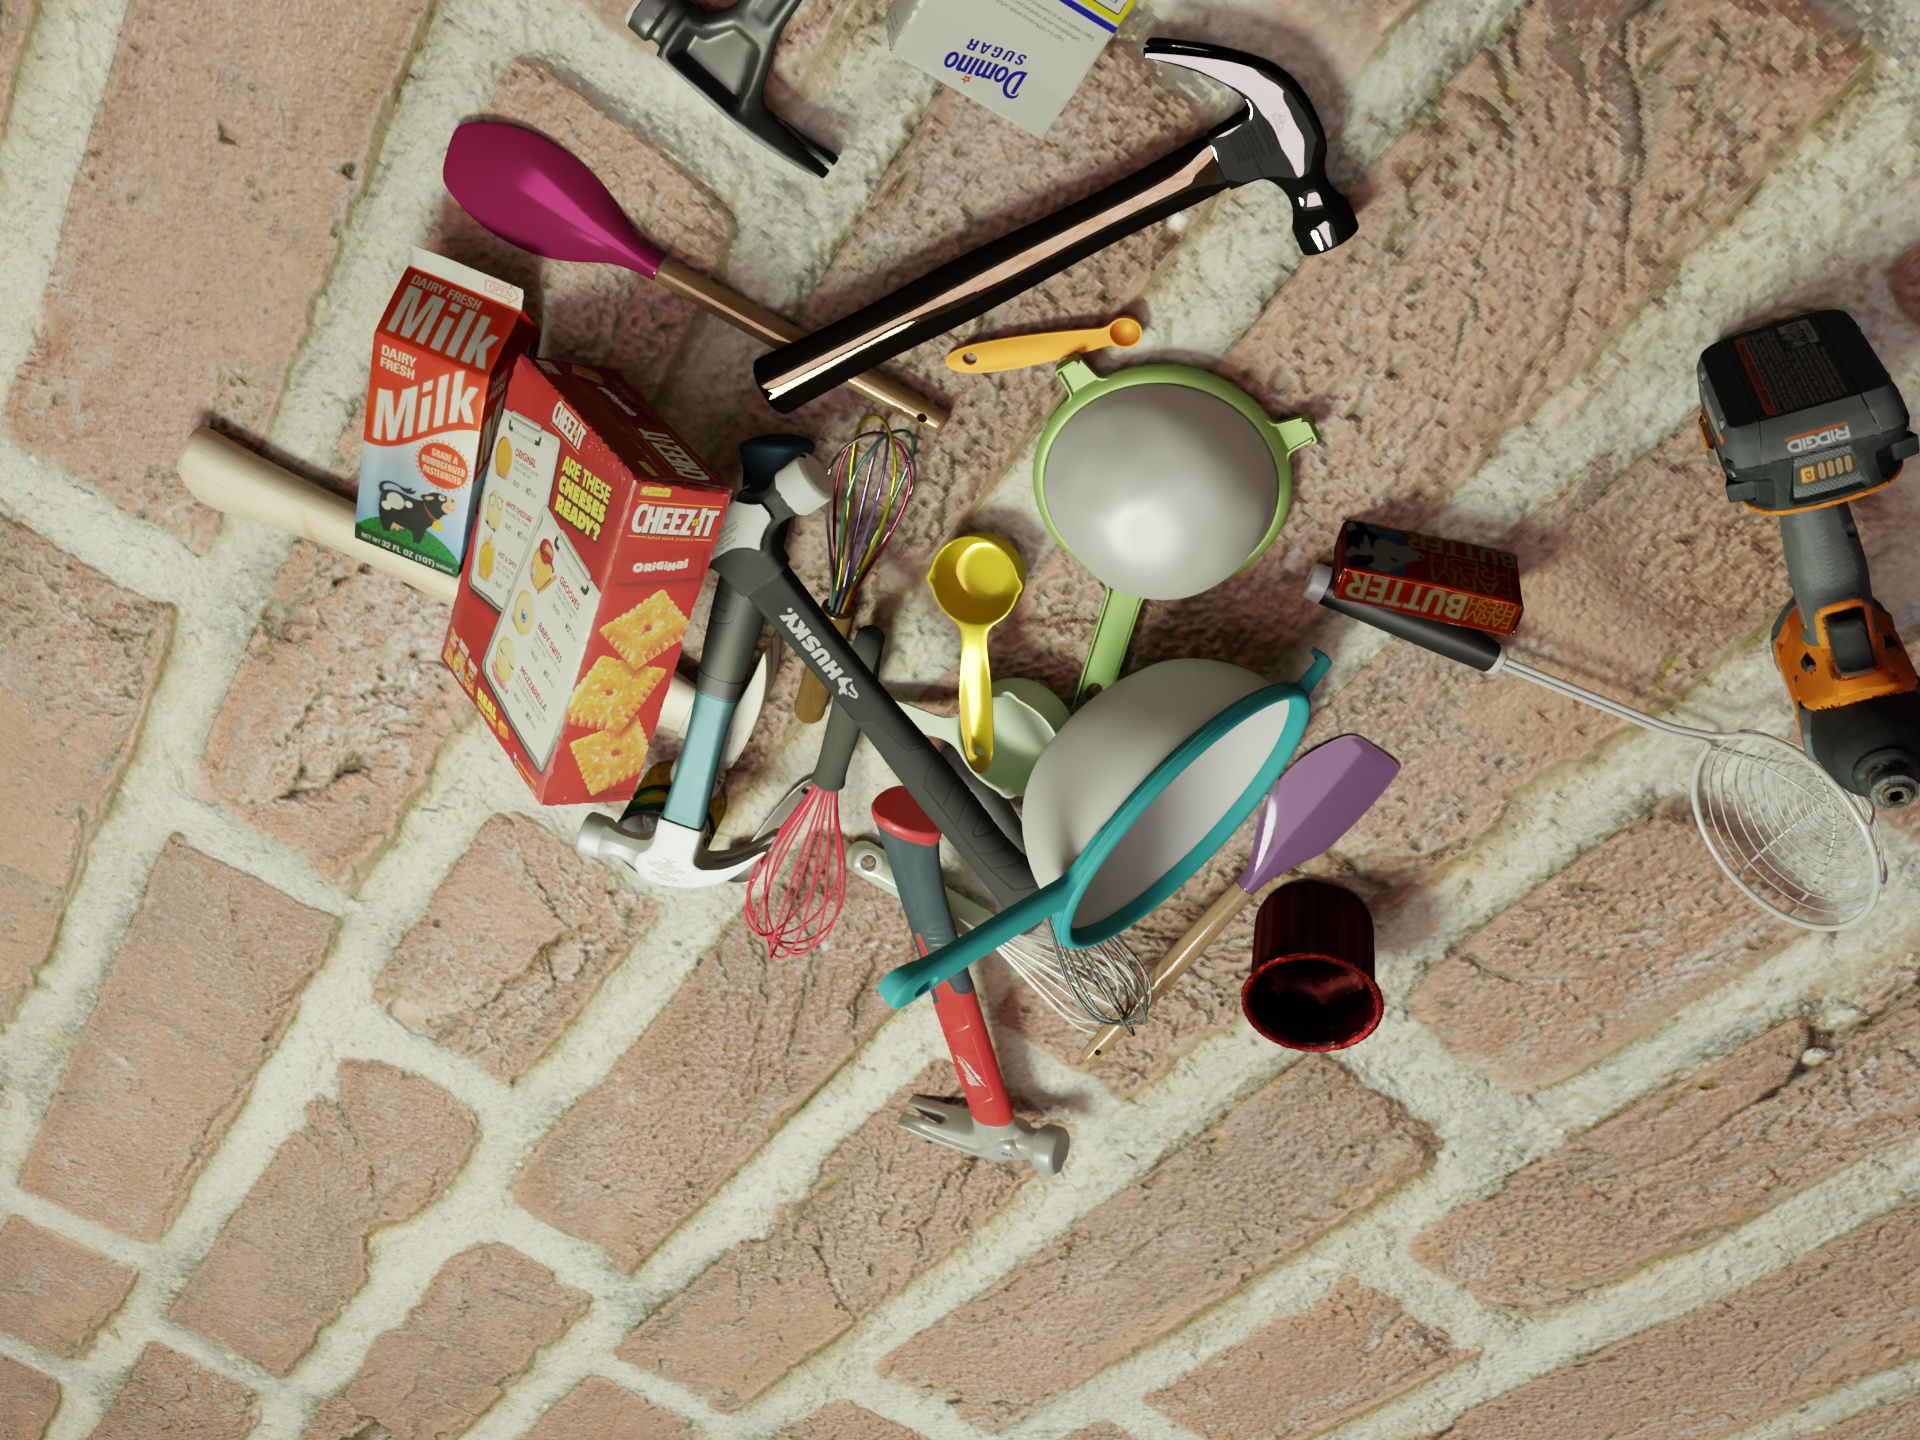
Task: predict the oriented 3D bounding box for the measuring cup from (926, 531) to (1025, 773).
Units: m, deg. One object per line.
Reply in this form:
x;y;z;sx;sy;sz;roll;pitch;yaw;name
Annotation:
0.014;-0.043;0.995;0.062;0.029;0.156;7;114;19;measuring cup

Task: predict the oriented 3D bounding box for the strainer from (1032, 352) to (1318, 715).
0.101;-0.081;0.939;0.151;0.069;0.256;15;129;2;strainer

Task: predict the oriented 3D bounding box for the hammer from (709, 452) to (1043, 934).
-0.050;0.006;0.982;0.146;0.035;0.334;-31;109;23;hammer

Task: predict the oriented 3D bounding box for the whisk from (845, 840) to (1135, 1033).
0.025;0.155;1.158;0.246;0.059;0.058;31;91;-5;whisk

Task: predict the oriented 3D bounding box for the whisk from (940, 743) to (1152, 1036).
0.057;0.116;1.086;0.055;0.055;0.239;-31;96;31;whisk

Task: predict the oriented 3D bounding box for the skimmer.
0.363;0.012;0.932;0.363;0.090;0.127;23;160;-1;skimmer

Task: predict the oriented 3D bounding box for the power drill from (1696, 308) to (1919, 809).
0.441;-0.072;0.803;0.084;0.164;0.226;-15;120;24;power drill

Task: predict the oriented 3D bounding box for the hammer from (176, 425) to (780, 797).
-0.320;-0.091;1.061;0.410;0.038;0.146;28;126;-7;hammer

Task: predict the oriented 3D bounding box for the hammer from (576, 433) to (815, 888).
-0.154;-0.031;1.020;0.128;0.033;0.330;19;117;1;hammer

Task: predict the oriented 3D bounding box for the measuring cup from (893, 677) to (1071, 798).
-0.002;-0.003;1.054;0.168;0.038;0.083;16;127;24;measuring cup

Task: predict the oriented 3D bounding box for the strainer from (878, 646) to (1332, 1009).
0.062;0.057;0.936;0.095;0.340;0.210;46;141;23;strainer

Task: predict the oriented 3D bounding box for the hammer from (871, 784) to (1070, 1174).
-0.019;0.195;1.162;0.143;0.038;0.385;9;134;27;hammer

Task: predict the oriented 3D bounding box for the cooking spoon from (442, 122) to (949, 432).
-0.149;-0.246;0.911;0.319;0.017;0.068;27;126;-7;cooking spoon

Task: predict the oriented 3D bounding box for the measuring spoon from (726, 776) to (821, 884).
-0.137;0.076;1.158;0.034;0.018;0.124;27;123;-27;measuring spoon

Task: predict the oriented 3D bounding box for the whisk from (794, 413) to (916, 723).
-0.073;-0.090;1.002;0.047;0.051;0.244;34;134;14;whisk

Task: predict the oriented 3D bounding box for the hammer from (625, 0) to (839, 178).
-0.021;-0.415;0.742;0.127;0.034;0.337;39;126;-14;hammer

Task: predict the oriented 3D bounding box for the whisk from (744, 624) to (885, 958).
-0.095;0.056;1.092;0.073;0.073;0.295;19;125;-1;whisk

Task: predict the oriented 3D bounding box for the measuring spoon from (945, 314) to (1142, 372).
0.046;-0.212;0.895;0.117;0.011;0.021;-5;136;22;measuring spoon

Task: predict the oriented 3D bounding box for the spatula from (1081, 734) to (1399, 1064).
0.176;0.129;1.082;0.059;0.018;0.315;32;115;-9;spatula

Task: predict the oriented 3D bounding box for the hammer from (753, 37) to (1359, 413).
0.031;-0.247;0.846;0.331;0.031;0.130;-21;118;22;hammer
